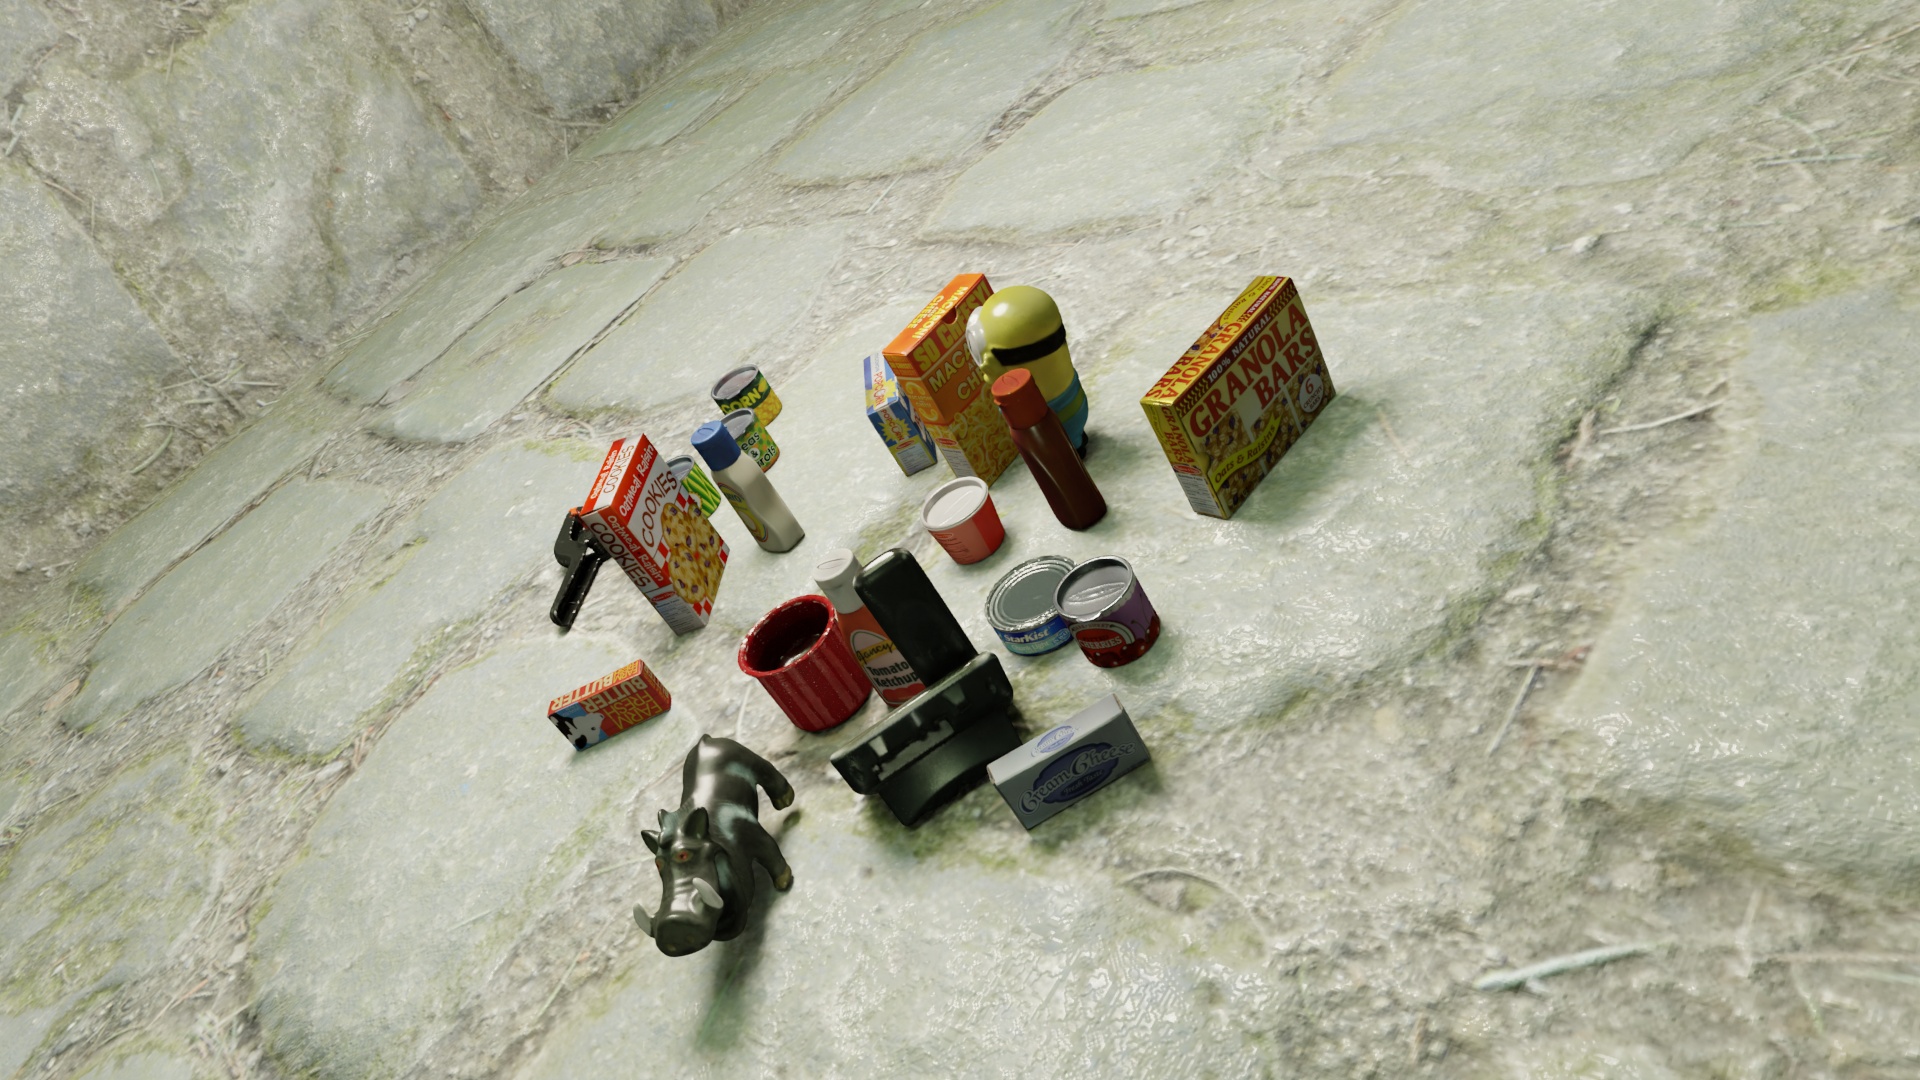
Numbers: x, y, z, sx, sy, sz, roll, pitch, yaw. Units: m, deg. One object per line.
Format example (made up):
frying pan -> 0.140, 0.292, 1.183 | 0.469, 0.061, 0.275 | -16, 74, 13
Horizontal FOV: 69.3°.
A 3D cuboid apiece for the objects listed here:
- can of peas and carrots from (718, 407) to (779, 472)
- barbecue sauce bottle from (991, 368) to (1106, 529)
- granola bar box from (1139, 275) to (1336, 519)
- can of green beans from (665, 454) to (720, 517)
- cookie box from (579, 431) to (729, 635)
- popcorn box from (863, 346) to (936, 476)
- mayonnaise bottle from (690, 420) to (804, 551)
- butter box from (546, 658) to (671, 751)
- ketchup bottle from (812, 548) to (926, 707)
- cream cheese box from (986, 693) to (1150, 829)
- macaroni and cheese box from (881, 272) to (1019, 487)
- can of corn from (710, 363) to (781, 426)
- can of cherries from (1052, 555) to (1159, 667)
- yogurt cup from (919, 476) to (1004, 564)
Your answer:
can of peas and carrots -> -0.247, -0.108, 1.577 | 0.071, 0.058, 0.071 | -22, 34, 15
barbecue sauce bottle -> 0.074, -0.079, 1.189 | 0.044, 0.148, 0.065 | -35, 32, -5
granola bar box -> 0.231, -0.118, 1.135 | 0.166, 0.123, 0.039 | -46, 35, -22
can of green beans -> -0.312, -0.053, 1.558 | 0.071, 0.057, 0.071 | -22, 34, 15
cookie box -> -0.302, -0.007, 1.386 | 0.040, 0.167, 0.123 | -19, 34, 19
popcorn box -> -0.063, -0.136, 1.439 | 0.038, 0.085, 0.127 | -25, 33, 11
mayonnaise bottle -> -0.217, -0.054, 1.397 | 0.065, 0.147, 0.041 | 13, 53, 48
butter box -> -0.327, 0.154, 1.297 | 0.103, 0.053, 0.024 | -25, 33, 10
ketchup bottle -> -0.066, 0.070, 1.105 | 0.064, 0.148, 0.044 | -13, 37, 27
cream cheese box -> 0.076, 0.154, 0.963 | 0.104, 0.053, 0.024 | -30, 32, 2
macaroni and cheese box -> 0.013, -0.151, 1.320 | 0.040, 0.166, 0.124 | 10, 51, 47
can of corn -> -0.256, -0.168, 1.666 | 0.071, 0.058, 0.071 | -22, 34, 15
can of cherries -> 0.111, 0.056, 1.061 | 0.071, 0.058, 0.072 | -22, 34, 15
yogurt cup -> 0.004, -0.016, 1.250 | 0.072, 0.053, 0.073 | -22, 34, 15
